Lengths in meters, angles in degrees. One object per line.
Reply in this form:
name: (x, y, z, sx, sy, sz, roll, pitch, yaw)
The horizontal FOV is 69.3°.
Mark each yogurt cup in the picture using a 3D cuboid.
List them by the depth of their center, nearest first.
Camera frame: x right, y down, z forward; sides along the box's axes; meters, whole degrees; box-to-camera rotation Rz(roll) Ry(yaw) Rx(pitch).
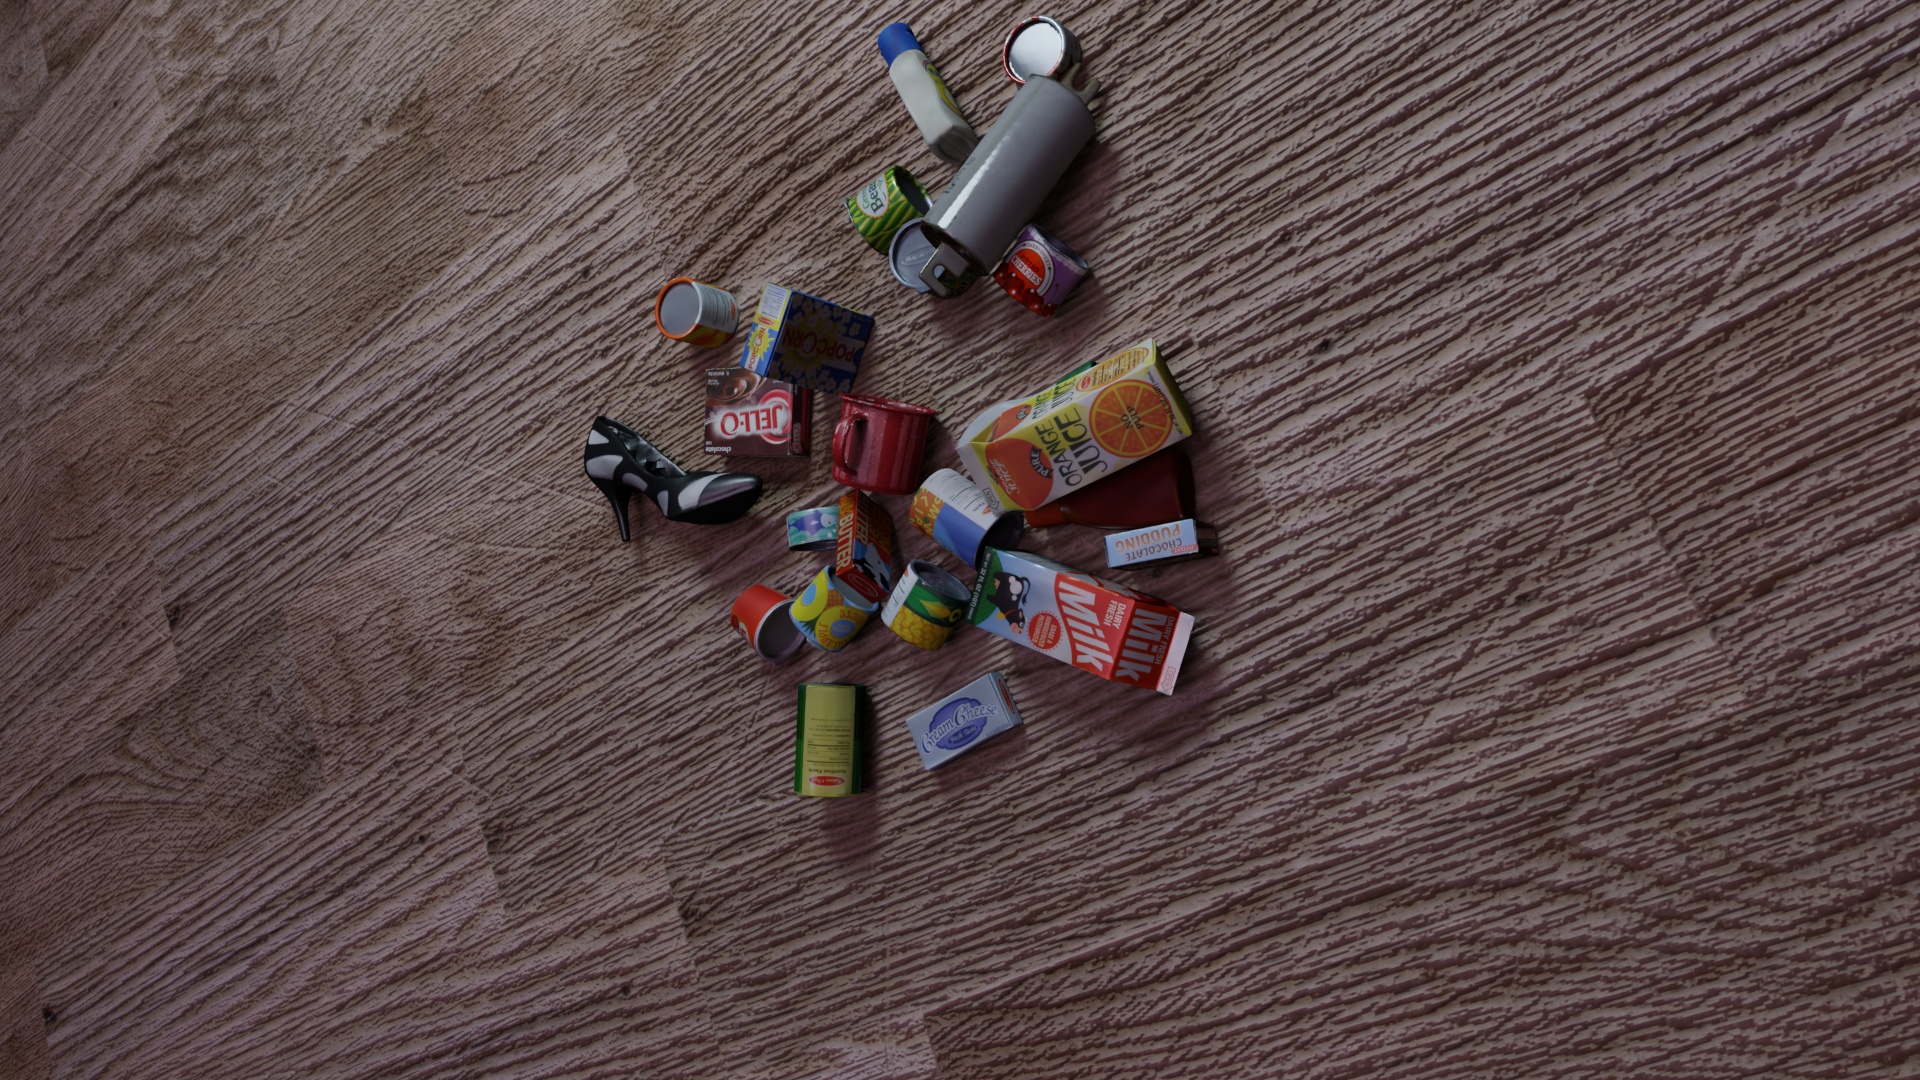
yogurt cup: (-0.190, 0.079, 1.374, 0.054, 0.072, 0.072, 30, 102, 37)

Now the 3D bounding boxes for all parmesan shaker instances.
parmesan shaker: (-0.121, 0.189, 1.326, 0.071, 0.071, 0.103, 0, 86, 31)

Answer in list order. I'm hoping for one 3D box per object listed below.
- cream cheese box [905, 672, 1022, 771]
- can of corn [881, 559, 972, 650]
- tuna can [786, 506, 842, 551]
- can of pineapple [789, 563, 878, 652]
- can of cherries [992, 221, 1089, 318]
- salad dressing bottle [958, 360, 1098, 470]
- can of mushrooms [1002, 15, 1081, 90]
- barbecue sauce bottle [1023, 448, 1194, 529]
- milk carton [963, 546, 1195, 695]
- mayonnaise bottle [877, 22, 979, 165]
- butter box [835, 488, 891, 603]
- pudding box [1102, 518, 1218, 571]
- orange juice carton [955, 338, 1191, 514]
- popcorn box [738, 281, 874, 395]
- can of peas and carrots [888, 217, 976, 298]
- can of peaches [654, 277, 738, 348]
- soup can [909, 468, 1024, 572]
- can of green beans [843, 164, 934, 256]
cream cheese box: (0.002, 0.167, 1.276, 0.103, 0.024, 0.053, -32, 71, 25)
can of corn: (-0.029, 0.061, 1.279, 0.071, 0.071, 0.058, 39, 107, 26)
tuna can: (-0.132, -0.011, 1.343, 0.071, 0.071, 0.033, -12, 81, 30)
can of pineapple: (-0.120, 0.066, 1.330, 0.057, 0.071, 0.071, -48, 66, 19)
can of cherries: (0.070, -0.240, 1.235, 0.071, 0.071, 0.058, 48, 111, 24)
salad dressing bottle: (0.067, -0.107, 1.245, 0.147, 0.044, 0.064, -32, 76, 24)
can of mushrooms: (0.072, -0.441, 1.269, 0.071, 0.033, 0.071, -2, 87, 30)
barbecue sauce bottle: (0.126, -0.038, 1.205, 0.148, 0.044, 0.065, -9, 81, 30)
milk carton: (0.106, 0.068, 1.193, 0.191, 0.073, 0.072, 20, 97, 30)
mayonnaise bottle: (-0.035, -0.426, 1.316, 0.041, 0.065, 0.148, -35, 67, 21)
butter box: (-0.090, 0.004, 1.299, 0.024, 0.053, 0.104, -29, 40, 26)
pudding box: (0.169, 0.004, 1.173, 0.083, 0.050, 0.030, -11, 80, 29)
orange juice carton: (0.094, -0.090, 1.180, 0.192, 0.073, 0.071, -25, 109, 18)
popcorn box: (-0.146, -0.191, 1.328, 0.038, 0.127, 0.085, 24, 99, 32)
can of peas and carrots: (-0.023, -0.261, 1.299, 0.071, 0.059, 0.071, -1, 87, 30)
can of peaches: (-0.277, -0.236, 1.448, 0.071, 0.058, 0.071, -2, 86, 30)
soup can: (0.005, -0.016, 1.264, 0.084, 0.071, 0.071, 34, 104, 28)
can of green beans: (-0.065, -0.314, 1.322, 0.057, 0.071, 0.071, -32, 72, 25)
